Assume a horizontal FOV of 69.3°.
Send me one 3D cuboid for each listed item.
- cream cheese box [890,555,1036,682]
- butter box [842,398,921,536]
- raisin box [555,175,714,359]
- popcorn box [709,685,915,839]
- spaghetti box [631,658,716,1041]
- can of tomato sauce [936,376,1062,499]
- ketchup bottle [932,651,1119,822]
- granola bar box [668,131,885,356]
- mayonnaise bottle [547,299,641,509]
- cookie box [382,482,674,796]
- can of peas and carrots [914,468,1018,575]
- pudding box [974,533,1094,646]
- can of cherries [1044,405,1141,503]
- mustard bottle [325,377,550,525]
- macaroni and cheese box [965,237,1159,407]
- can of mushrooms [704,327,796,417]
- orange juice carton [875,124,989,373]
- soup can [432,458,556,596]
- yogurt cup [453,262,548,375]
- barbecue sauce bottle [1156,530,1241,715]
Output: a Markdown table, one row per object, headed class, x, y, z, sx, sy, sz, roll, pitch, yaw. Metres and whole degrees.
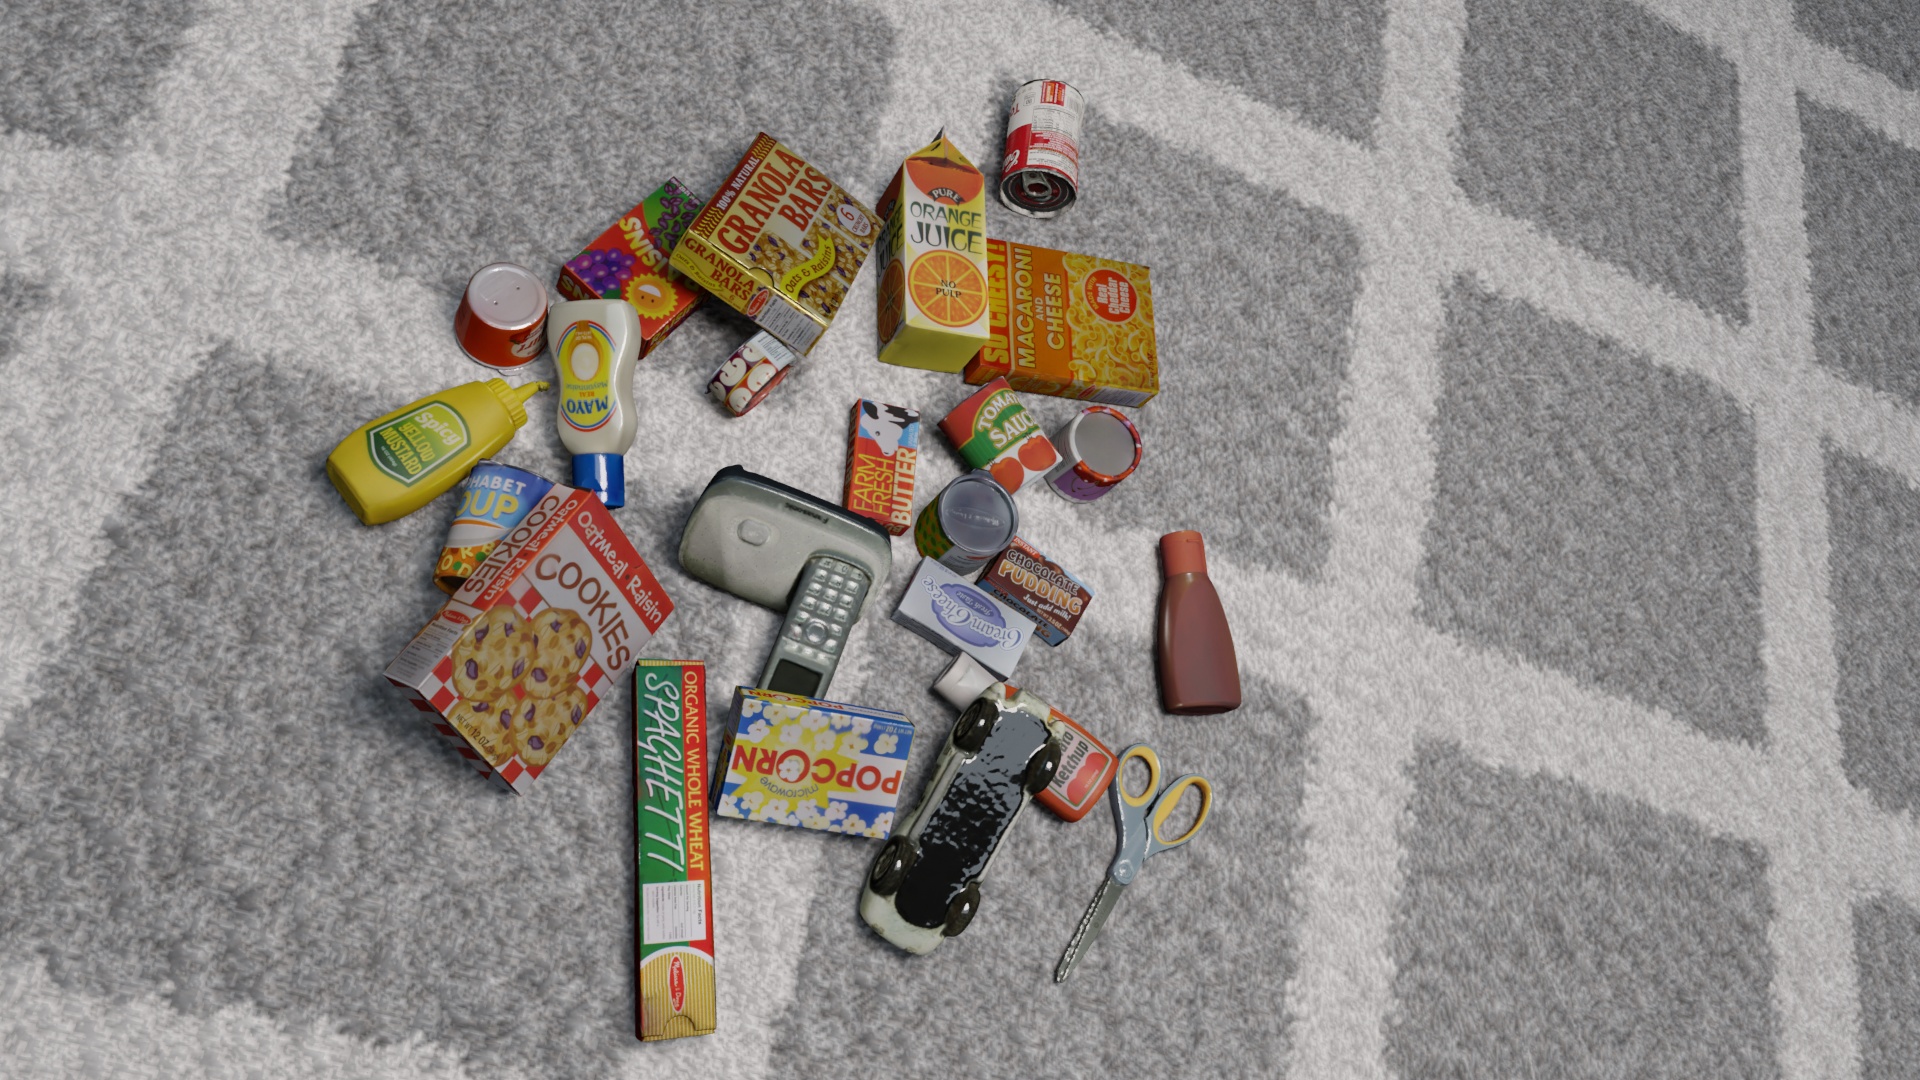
| class | x | y | z | sx | sy | sz | roll | pitch | yaw |
| --- | --- | --- | --- | --- | --- | --- | --- | --- | --- |
| cream cheese box | 0.003 | 0.062 | 1.074 | 0.104 | 0.024 | 0.053 | 32 | 64 | -8 |
| butter box | -0.063 | -0.058 | 1.090 | 0.053 | 0.024 | 0.104 | 12 | 68 | -19 |
| raisin box | -0.234 | -0.210 | 1.067 | 0.086 | 0.040 | 0.124 | 42 | 60 | -4 |
| popcorn box | -0.103 | 0.156 | 0.971 | 0.127 | 0.038 | 0.085 | 12 | 95 | -18 |
| spaghetti box | -0.195 | 0.204 | 0.939 | 0.050 | 0.028 | 0.250 | 2 | 71 | -21 |
| can of tomato sauce | 0.033 | -0.080 | 1.111 | 0.071 | 0.071 | 0.083 | -35 | 87 | -28 |
| ketchup bottle | 0.046 | 0.145 | 1.051 | 0.149 | 0.043 | 0.065 | 40 | 69 | -4 |
| granola bar box | -0.137 | -0.233 | 1.077 | 0.124 | 0.039 | 0.166 | 34 | 41 | -14 |
| mayonnaise bottle | -0.262 | -0.097 | 0.998 | 0.065 | 0.041 | 0.148 | -3 | 86 | 5 |
| cookie box | -0.275 | 0.064 | 0.910 | 0.168 | 0.040 | 0.122 | -55 | 141 | -28 |
| can of peas and carrots | 0.004 | -0.014 | 1.082 | 0.071 | 0.058 | 0.071 | 8 | 68 | -20 |
| pudding box | 0.059 | 0.039 | 1.102 | 0.083 | 0.030 | 0.050 | 37 | 61 | -6 |
| can of cherries | 0.110 | -0.071 | 1.146 | 0.071 | 0.058 | 0.071 | 7 | 69 | -19 |
| mustard bottle | -0.354 | -0.074 | 0.963 | 0.161 | 0.048 | 0.065 | -38 | 90 | -28 |
| macaroni and cheese box | 0.084 | -0.185 | 1.188 | 0.167 | 0.040 | 0.124 | 6 | 70 | -21 |
| can of mushrooms | -0.159 | -0.125 | 1.054 | 0.033 | 0.070 | 0.071 | 45 | 62 | -3 |
| orange juice carton | -0.025 | -0.243 | 1.146 | 0.073 | 0.071 | 0.193 | 6 | 70 | -21 |
| soup can | -0.314 | -0.003 | 0.942 | 0.071 | 0.071 | 0.084 | 19 | 66 | -15 |
| yogurt cup | -0.329 | -0.164 | 1.004 | 0.072 | 0.053 | 0.072 | 8 | 68 | -19 |
| barbecue sauce bottle | 0.190 | 0.067 | 1.138 | 0.065 | 0.043 | 0.149 | 3 | 70 | -21 |
